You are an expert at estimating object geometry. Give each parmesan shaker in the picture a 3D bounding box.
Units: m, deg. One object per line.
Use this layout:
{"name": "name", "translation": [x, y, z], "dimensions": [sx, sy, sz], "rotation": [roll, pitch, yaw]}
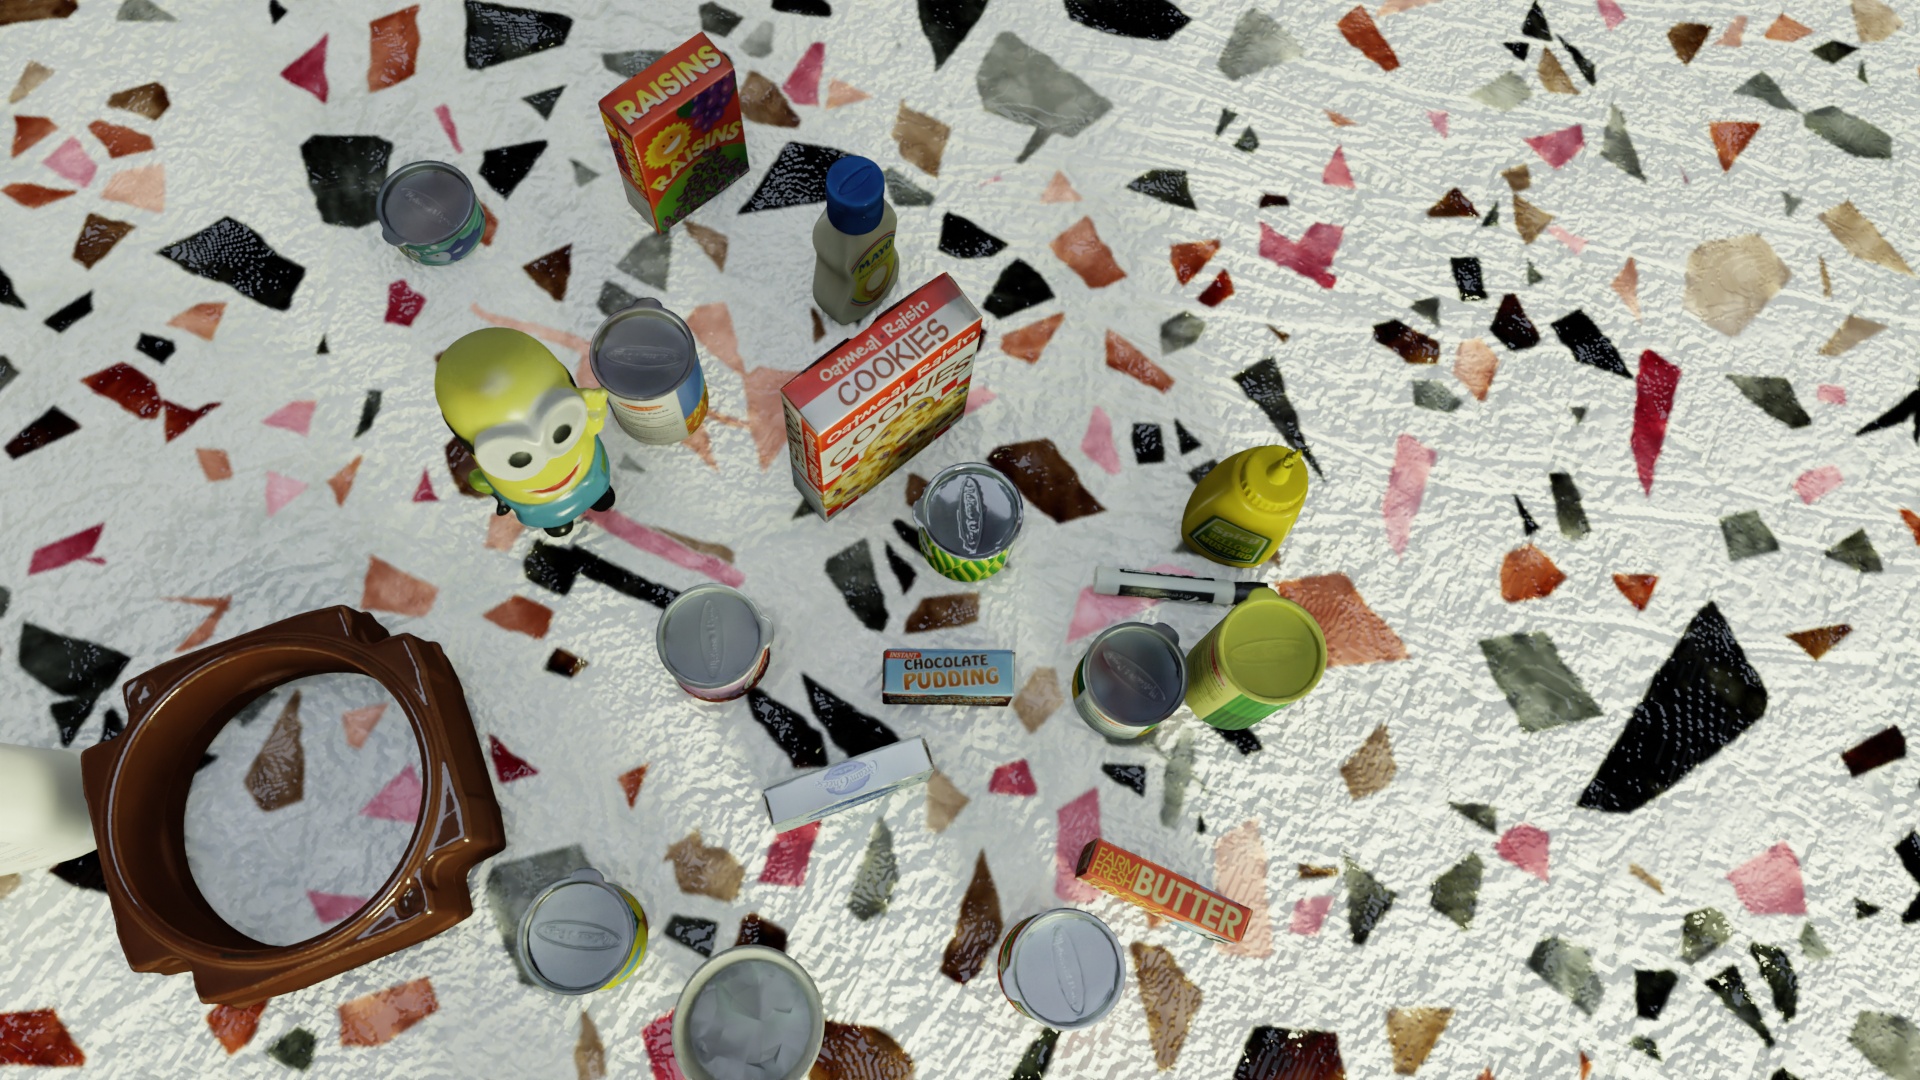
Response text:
{"name": "parmesan shaker", "translation": [0.181, 0.076, 0.871], "dimensions": [0.071, 0.102, 0.071], "rotation": [1, 73, -4]}

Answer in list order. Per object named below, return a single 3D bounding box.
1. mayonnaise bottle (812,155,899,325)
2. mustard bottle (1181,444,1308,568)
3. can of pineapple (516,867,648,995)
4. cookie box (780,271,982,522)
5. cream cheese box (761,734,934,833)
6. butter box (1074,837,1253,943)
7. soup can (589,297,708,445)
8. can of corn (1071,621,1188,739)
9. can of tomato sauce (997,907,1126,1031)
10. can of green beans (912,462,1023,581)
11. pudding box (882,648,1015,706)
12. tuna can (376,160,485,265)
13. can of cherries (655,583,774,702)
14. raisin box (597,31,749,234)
{"name": "mayonnaise bottle", "translation": [-0.069, -0.198, 0.914], "dimensions": [0.041, 0.147, 0.065], "rotation": [43, 75, 9]}
{"name": "mustard bottle", "translation": [0.184, -0.026, 0.873], "dimensions": [0.065, 0.159, 0.049], "rotation": [22, 73, 3]}
{"name": "can of pineapple", "translation": [-0.220, 0.231, 0.819], "dimensions": [0.071, 0.057, 0.071], "rotation": [1, 73, -4]}
{"name": "cookie box", "translation": [-0.051, -0.086, 0.871], "dimensions": [0.123, 0.167, 0.040], "rotation": [-38, 80, -14]}
{"name": "cream cheese box", "translation": [-0.069, 0.150, 0.857], "dimensions": [0.104, 0.053, 0.024], "rotation": [-18, 76, -9]}
{"name": "butter box", "translation": [0.122, 0.216, 0.851], "dimensions": [0.103, 0.053, 0.024], "rotation": [24, 73, 3]}
{"name": "soup can", "translation": [-0.202, -0.109, 0.911], "dimensions": [0.071, 0.083, 0.071], "rotation": [1, 73, -4]}
{"name": "can of corn", "translation": [0.108, 0.089, 0.886], "dimensions": [0.071, 0.058, 0.071], "rotation": [1, 73, -4]}
{"name": "can of tomato sauce", "translation": [0.056, 0.253, 0.819], "dimensions": [0.071, 0.083, 0.071], "rotation": [1, 73, -4]}
{"name": "can of green beans", "translation": [0.006, -0.011, 0.909], "dimensions": [0.071, 0.057, 0.071], "rotation": [1, 73, -4]}
{"name": "pudding box", "translation": [-0.008, 0.087, 0.882], "dimensions": [0.084, 0.049, 0.030], "rotation": [1, 73, -4]}
{"name": "tuna can", "translation": [-0.367, -0.224, 0.961], "dimensions": [0.071, 0.032, 0.071], "rotation": [1, 73, -4]}
{"name": "can of cherries", "translation": [-0.152, 0.066, 0.874], "dimensions": [0.071, 0.058, 0.071], "rotation": [1, 73, -4]}
{"name": "raisin box", "translation": [-0.191, -0.274, 0.941], "dimensions": [0.086, 0.123, 0.040], "rotation": [-39, 80, -14]}
